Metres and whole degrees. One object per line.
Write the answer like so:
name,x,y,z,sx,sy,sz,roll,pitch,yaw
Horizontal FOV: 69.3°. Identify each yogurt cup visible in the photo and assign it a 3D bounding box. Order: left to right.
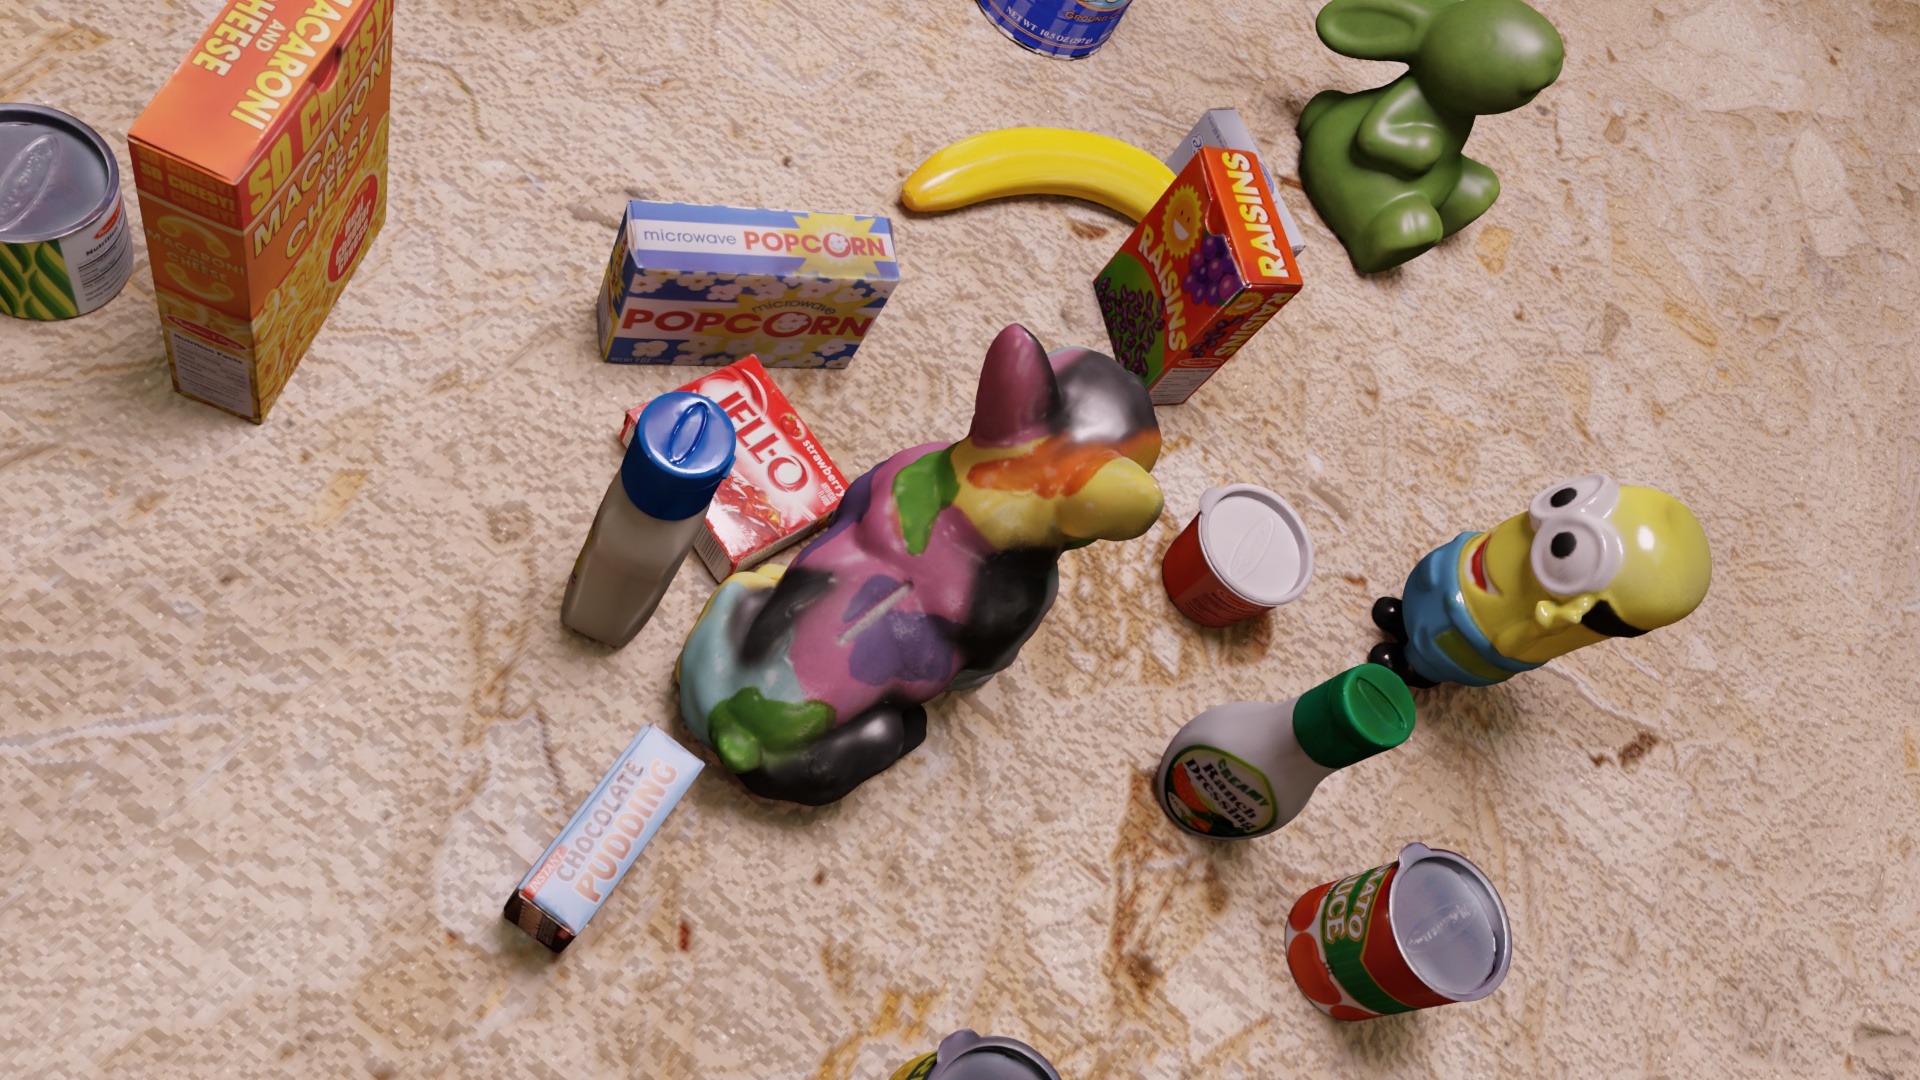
yogurt cup,0.142,0.011,0.725,0.072,0.053,0.072,10,62,-20

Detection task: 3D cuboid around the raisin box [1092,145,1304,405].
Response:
raisin box,0.124,-0.140,0.750,0.040,0.123,0.086,-2,67,-25

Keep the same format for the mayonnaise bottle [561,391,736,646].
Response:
mayonnaise bottle,-0.125,-0.009,0.558,0.041,0.147,0.065,26,58,-11

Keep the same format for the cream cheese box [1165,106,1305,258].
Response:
cream cheese box,0.166,-0.205,0.844,0.024,0.053,0.104,-13,71,-29

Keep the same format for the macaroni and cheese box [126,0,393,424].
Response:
macaroni and cheese box,-0.267,-0.140,0.547,0.040,0.165,0.124,23,59,-13

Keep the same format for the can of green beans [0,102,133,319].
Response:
can of green beans,-0.374,-0.132,0.560,0.071,0.057,0.071,10,62,-20

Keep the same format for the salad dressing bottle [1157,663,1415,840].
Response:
salad dressing bottle,0.144,0.095,0.628,0.064,0.147,0.044,48,56,3

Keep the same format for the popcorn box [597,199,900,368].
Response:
popcorn box,-0.102,-0.119,0.661,0.127,0.085,0.038,-2,67,-25

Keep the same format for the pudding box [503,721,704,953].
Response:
pudding box,-0.140,0.117,0.547,0.030,0.049,0.084,37,56,-4

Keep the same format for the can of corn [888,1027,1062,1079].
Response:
can of corn,0.002,0.232,0.550,0.071,0.058,0.071,10,62,-20

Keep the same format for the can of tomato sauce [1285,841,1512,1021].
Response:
can of tomato sauce,0.201,0.184,0.648,0.071,0.082,0.071,10,62,-20
